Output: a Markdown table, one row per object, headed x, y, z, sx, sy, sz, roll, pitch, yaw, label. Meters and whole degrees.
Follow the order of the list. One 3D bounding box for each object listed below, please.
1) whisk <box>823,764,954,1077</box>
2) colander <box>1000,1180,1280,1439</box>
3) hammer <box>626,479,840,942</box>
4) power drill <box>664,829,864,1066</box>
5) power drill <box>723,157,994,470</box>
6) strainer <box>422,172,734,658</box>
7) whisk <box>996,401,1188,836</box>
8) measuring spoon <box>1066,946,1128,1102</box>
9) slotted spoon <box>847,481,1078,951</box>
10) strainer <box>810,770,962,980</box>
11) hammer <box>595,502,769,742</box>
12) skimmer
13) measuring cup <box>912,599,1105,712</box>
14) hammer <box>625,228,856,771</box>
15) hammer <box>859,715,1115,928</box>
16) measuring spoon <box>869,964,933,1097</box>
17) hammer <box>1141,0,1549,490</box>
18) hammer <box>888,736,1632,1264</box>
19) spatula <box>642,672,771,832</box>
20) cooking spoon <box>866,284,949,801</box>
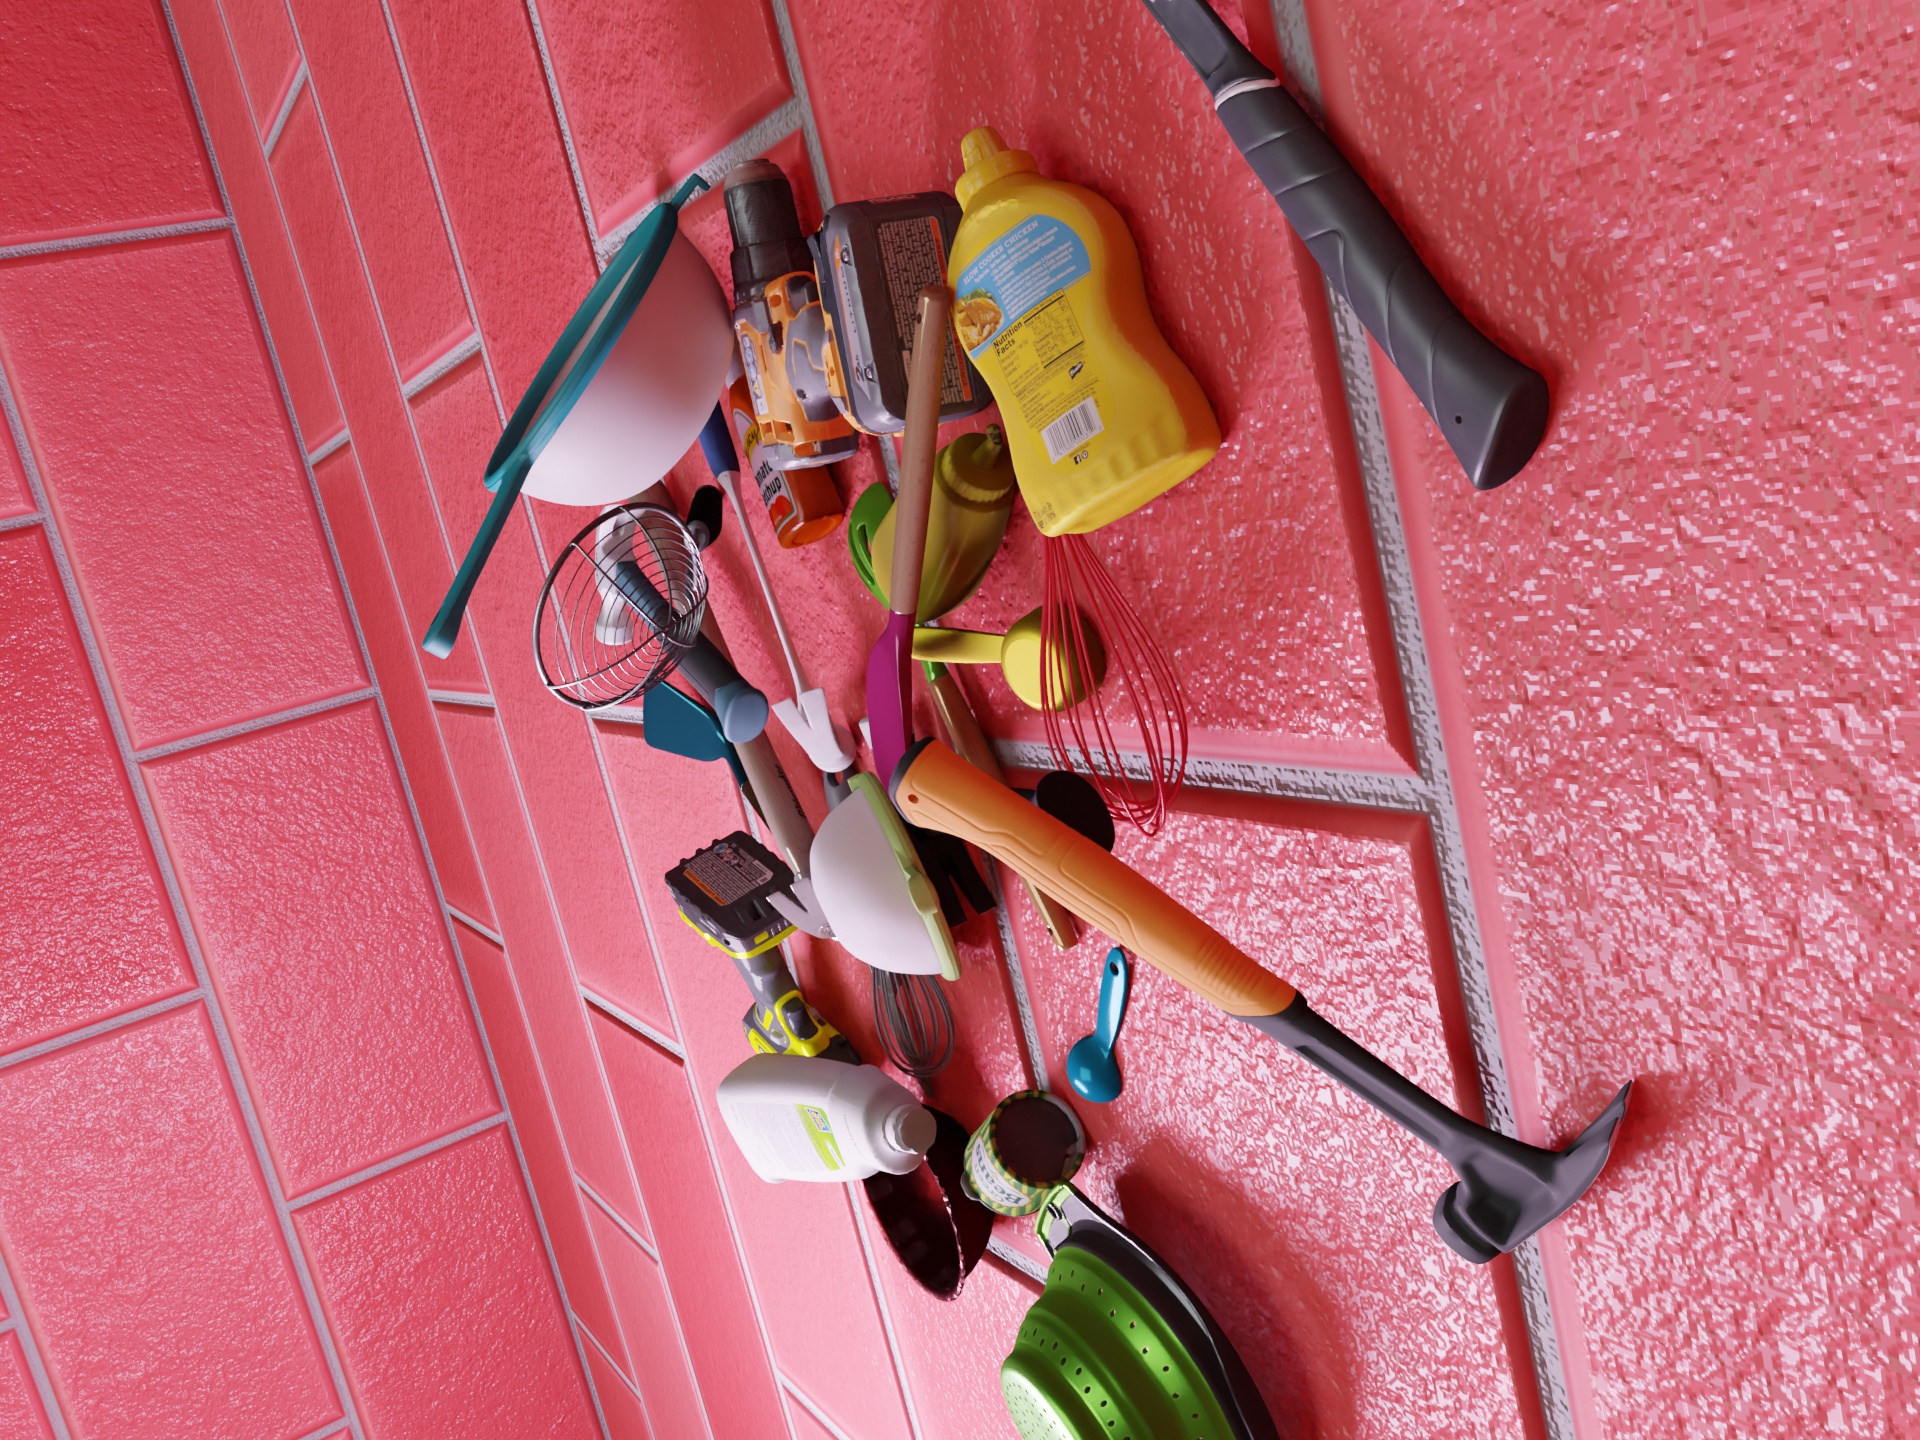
| x | y | z | sx | sy | sz | roll | pitch | yaw | label |
| --- | --- | --- | --- | --- | --- | --- | --- | --- | --- |
| -0.056 | 0.139 | 1.142 | 0.055 | 0.055 | 0.239 | -31 | 75 | 61 | whisk |
| 0.137 | 0.459 | 0.905 | 0.397 | 0.094 | 0.204 | 50 | 153 | 24 | colander |
| -0.179 | -0.024 | 1.211 | 0.411 | 0.038 | 0.146 | 64 | -175 | 21 | hammer |
| -0.145 | 0.213 | 1.285 | 0.171 | 0.080 | 0.223 | 27 | 142 | 54 | power drill |
| -0.073 | -0.242 | 0.906 | 0.226 | 0.084 | 0.185 | 10 | 114 | 63 | power drill |
| -0.222 | -0.161 | 0.975 | 0.211 | 0.095 | 0.341 | -29 | 38 | 48 | strainer |
| 0.053 | -0.084 | 0.798 | 0.073 | 0.073 | 0.296 | -26 | 78 | 62 | whisk |
| 0.080 | 0.183 | 0.947 | 0.042 | 0.021 | 0.128 | 45 | 144 | 39 | measuring spoon |
| -0.002 | -0.003 | 0.976 | 0.314 | 0.031 | 0.070 | 64 | 156 | 9 | slotted spoon |
| -0.054 | 0.112 | 1.002 | 0.256 | 0.069 | 0.151 | 157 | 89 | -84 | strainer |
| -0.209 | -0.065 | 1.150 | 0.331 | 0.033 | 0.128 | 41 | 133 | 53 | hammer |
| -0.206 | -0.112 | 1.046 | 0.363 | 0.090 | 0.127 | -103 | 26 | -68 | skimmer |
| 0.010 | -0.035 | 0.887 | 0.157 | 0.029 | 0.062 | 6 | 119 | 41 | measuring cup |
| -0.158 | -0.162 | 1.109 | 0.144 | 0.035 | 0.406 | 71 | 179 | -80 | hammer |
| 0.016 | 0.057 | 0.892 | 0.146 | 0.035 | 0.335 | 67 | 165 | -5 | hammer |
| -0.039 | 0.228 | 1.201 | 0.034 | 0.018 | 0.124 | 5 | 118 | 60 | measuring spoon |
| 0.100 | -0.258 | 0.632 | 0.409 | 0.036 | 0.149 | 60 | 151 | 19 | hammer |
| 0.113 | 0.105 | 0.687 | 0.337 | 0.034 | 0.127 | 33 | 140 | 11 | hammer |
| -0.171 | 0.074 | 1.304 | 0.318 | 0.044 | 0.082 | 46 | 140 | 36 | spatula |
| -0.028 | -0.081 | 0.849 | 0.069 | 0.017 | 0.318 | -120 | 28 | -44 | cooking spoon |
